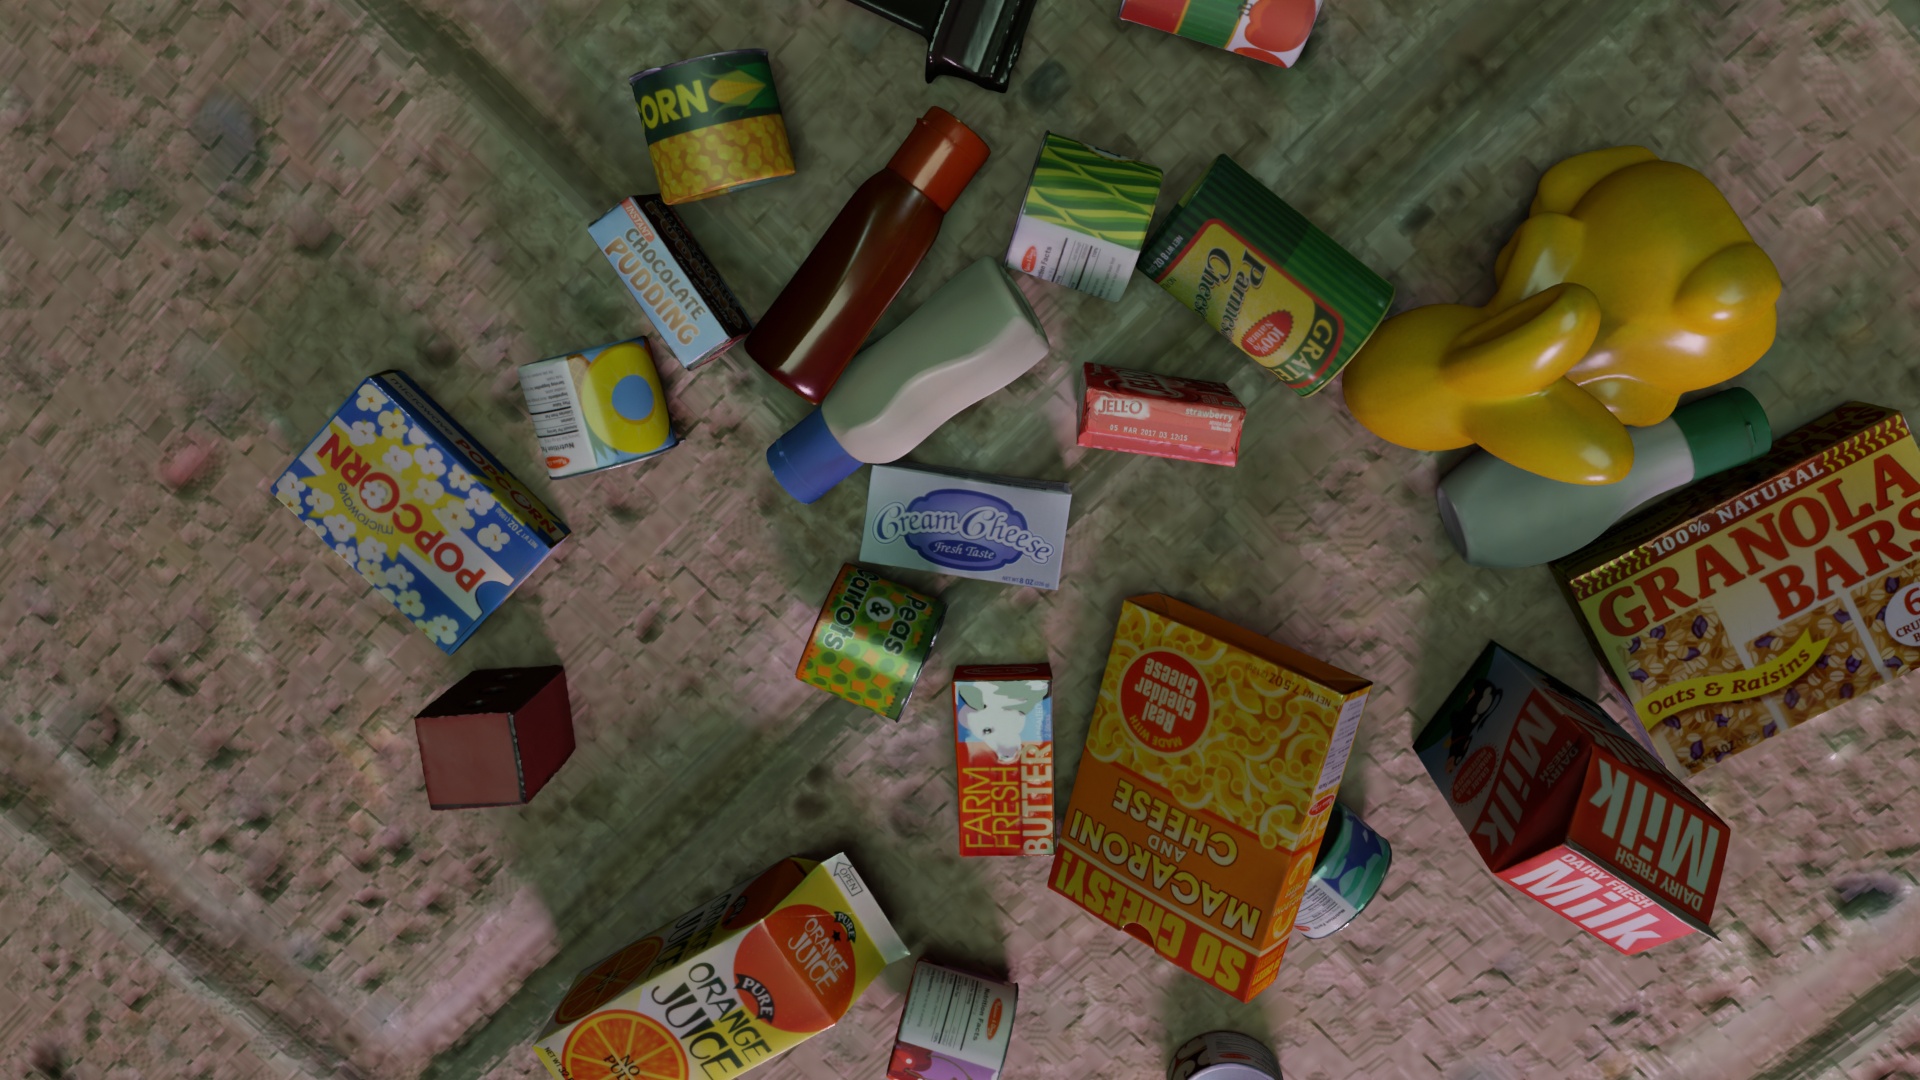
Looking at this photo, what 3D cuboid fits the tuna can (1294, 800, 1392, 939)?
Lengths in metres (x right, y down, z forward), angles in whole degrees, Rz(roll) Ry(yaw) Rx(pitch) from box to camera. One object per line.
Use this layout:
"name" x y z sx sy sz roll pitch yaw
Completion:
"tuna can" 0.189 0.168 0.720 0.033 0.071 0.071 41 103 -5

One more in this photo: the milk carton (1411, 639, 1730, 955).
"milk carton" 0.278 0.119 0.636 0.072 0.191 0.073 31 104 -3

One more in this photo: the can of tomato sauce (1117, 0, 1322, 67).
"can of tomato sauce" 0.120 -0.257 0.622 0.083 0.071 0.071 17 104 0

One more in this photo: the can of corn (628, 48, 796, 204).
"can of corn" -0.118 -0.194 0.655 0.071 0.071 0.058 -12 103 7

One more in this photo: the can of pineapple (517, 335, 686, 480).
"can of pineapple" -0.179 -0.067 0.693 0.071 0.071 0.057 -12 102 7

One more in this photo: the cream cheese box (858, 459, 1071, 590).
"cream cheese box" 0.003 -0.009 0.713 0.104 0.024 0.053 8 102 2

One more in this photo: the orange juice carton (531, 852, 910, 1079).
"orange juice carton" -0.125 0.240 0.755 0.192 0.073 0.071 -30 99 10

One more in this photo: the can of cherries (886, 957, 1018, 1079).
"can of cherries" -0.005 0.269 0.757 0.058 0.072 0.071 15 104 1

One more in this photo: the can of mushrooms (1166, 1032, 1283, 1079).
"can of mushrooms" 0.147 0.312 0.772 0.071 0.033 0.071 1 103 3

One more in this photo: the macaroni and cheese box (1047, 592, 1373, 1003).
"macaroni and cheese box" 0.119 0.126 0.697 0.124 0.040 0.166 23 107 34

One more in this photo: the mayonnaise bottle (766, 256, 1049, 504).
"mayonnaise bottle" -0.029 -0.074 0.683 0.148 0.065 0.041 -36 135 15

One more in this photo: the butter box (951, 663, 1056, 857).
"butter box" 0.024 0.118 0.740 0.053 0.024 0.103 -1 103 4

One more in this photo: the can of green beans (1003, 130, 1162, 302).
"can of green beans" 0.057 -0.152 0.654 0.058 0.071 0.071 18 104 -1

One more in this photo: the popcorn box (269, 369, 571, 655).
"popcorn box" -0.281 -0.015 0.725 0.126 0.038 0.085 45 101 -6

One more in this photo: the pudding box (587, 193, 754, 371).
"pudding box" -0.141 -0.127 0.683 0.030 0.050 0.083 -32 98 13

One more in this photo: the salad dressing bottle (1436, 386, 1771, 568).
"salad dressing bottle" 0.311 -0.032 0.675 0.147 0.044 0.064 -20 102 7

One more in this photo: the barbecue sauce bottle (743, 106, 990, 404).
"barbecue sauce bottle" -0.044 -0.138 0.669 0.043 0.065 0.148 34 96 -29

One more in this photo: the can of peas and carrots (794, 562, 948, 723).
"can of peas and carrots" -0.045 0.050 0.707 0.059 0.071 0.070 23 104 -1

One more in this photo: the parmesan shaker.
"parmesan shaker" 0.141 -0.123 0.656 0.103 0.071 0.071 36 103 -4

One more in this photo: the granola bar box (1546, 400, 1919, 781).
"granola bar box" 0.396 0.026 0.683 0.165 0.039 0.124 -30 100 11
